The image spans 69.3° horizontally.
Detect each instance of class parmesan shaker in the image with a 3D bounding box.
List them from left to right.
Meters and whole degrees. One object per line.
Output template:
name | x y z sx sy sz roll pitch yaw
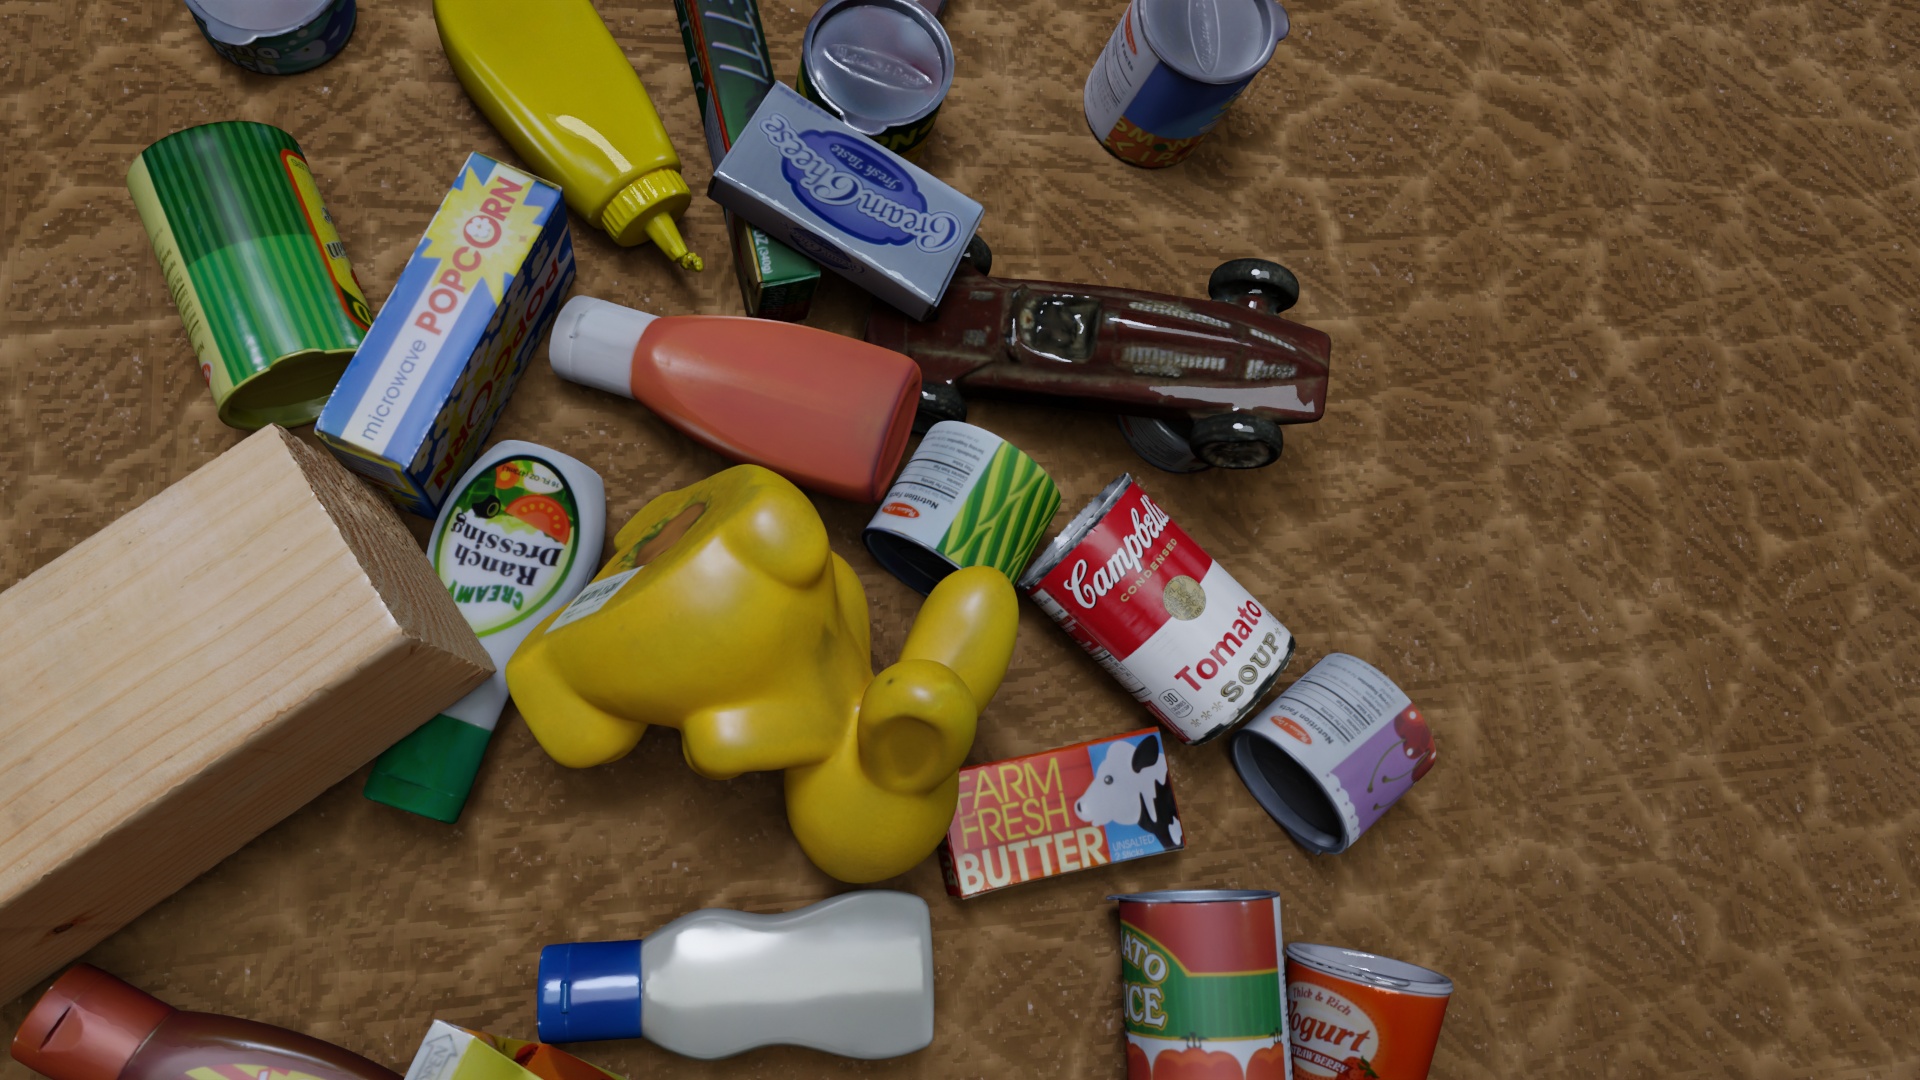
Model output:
parmesan shaker | -0.274 -0.104 0.545 0.071 0.071 0.103 -23 83 -16

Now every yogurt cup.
yogurt cup | 0.166 0.201 0.576 0.072 0.072 0.054 12 83 -10

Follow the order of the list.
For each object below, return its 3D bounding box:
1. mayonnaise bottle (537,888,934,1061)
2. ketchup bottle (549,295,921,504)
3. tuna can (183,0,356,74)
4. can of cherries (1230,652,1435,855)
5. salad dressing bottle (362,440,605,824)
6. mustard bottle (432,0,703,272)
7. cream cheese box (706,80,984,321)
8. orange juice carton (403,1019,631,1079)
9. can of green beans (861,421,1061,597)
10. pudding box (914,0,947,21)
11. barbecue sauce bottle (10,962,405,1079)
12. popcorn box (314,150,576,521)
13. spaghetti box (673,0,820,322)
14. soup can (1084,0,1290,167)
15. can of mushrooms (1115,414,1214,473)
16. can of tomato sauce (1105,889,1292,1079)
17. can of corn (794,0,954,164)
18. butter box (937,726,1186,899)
mayonnaise bottle | -0.086 0.171 0.539 0.148 0.041 0.065 0 77 -11
ketchup bottle | -0.094 -0.065 0.573 0.149 0.043 0.065 17 77 8
tuna can | -0.295 -0.233 0.590 0.071 0.032 0.071 3 77 -12
can of cherries | 0.161 0.093 0.600 0.058 0.071 0.071 -37 87 -18
salad dressing bottle | -0.187 0.035 0.546 0.064 0.044 0.148 18 74 -2
mustard bottle | -0.161 -0.177 0.599 0.065 0.048 0.160 -34 87 -17
cream cheese box | -0.046 -0.140 0.577 0.104 0.024 0.053 29 70 -10
orange juice carton | -0.110 0.237 0.484 0.192 0.073 0.072 30 73 -16
can of green beans | 0.001 -0.009 0.586 0.071 0.071 0.058 33 72 -4
pudding box | -0.027 -0.272 0.660 0.050 0.030 0.084 23 73 -6
barbecue sauce bottle | -0.256 0.201 0.493 0.148 0.043 0.065 30 73 -4
popcorn box | -0.199 -0.077 0.548 0.038 0.085 0.127 24 74 -5
spaghetti box | -0.106 -0.220 0.620 0.029 0.050 0.250 -11 80 -16
soup can | 0.103 -0.222 0.649 0.071 0.083 0.071 3 77 -12
can of mushrooms | 0.109 -0.068 0.641 0.071 0.033 0.071 3 76 -11
can of tomato sauce | 0.097 0.186 0.563 0.071 0.071 0.083 1 78 -12
can of corn | -0.042 -0.200 0.625 0.071 0.058 0.071 3 77 -12
butter box | 0.040 0.115 0.588 0.104 0.024 0.053 -9 80 -14
